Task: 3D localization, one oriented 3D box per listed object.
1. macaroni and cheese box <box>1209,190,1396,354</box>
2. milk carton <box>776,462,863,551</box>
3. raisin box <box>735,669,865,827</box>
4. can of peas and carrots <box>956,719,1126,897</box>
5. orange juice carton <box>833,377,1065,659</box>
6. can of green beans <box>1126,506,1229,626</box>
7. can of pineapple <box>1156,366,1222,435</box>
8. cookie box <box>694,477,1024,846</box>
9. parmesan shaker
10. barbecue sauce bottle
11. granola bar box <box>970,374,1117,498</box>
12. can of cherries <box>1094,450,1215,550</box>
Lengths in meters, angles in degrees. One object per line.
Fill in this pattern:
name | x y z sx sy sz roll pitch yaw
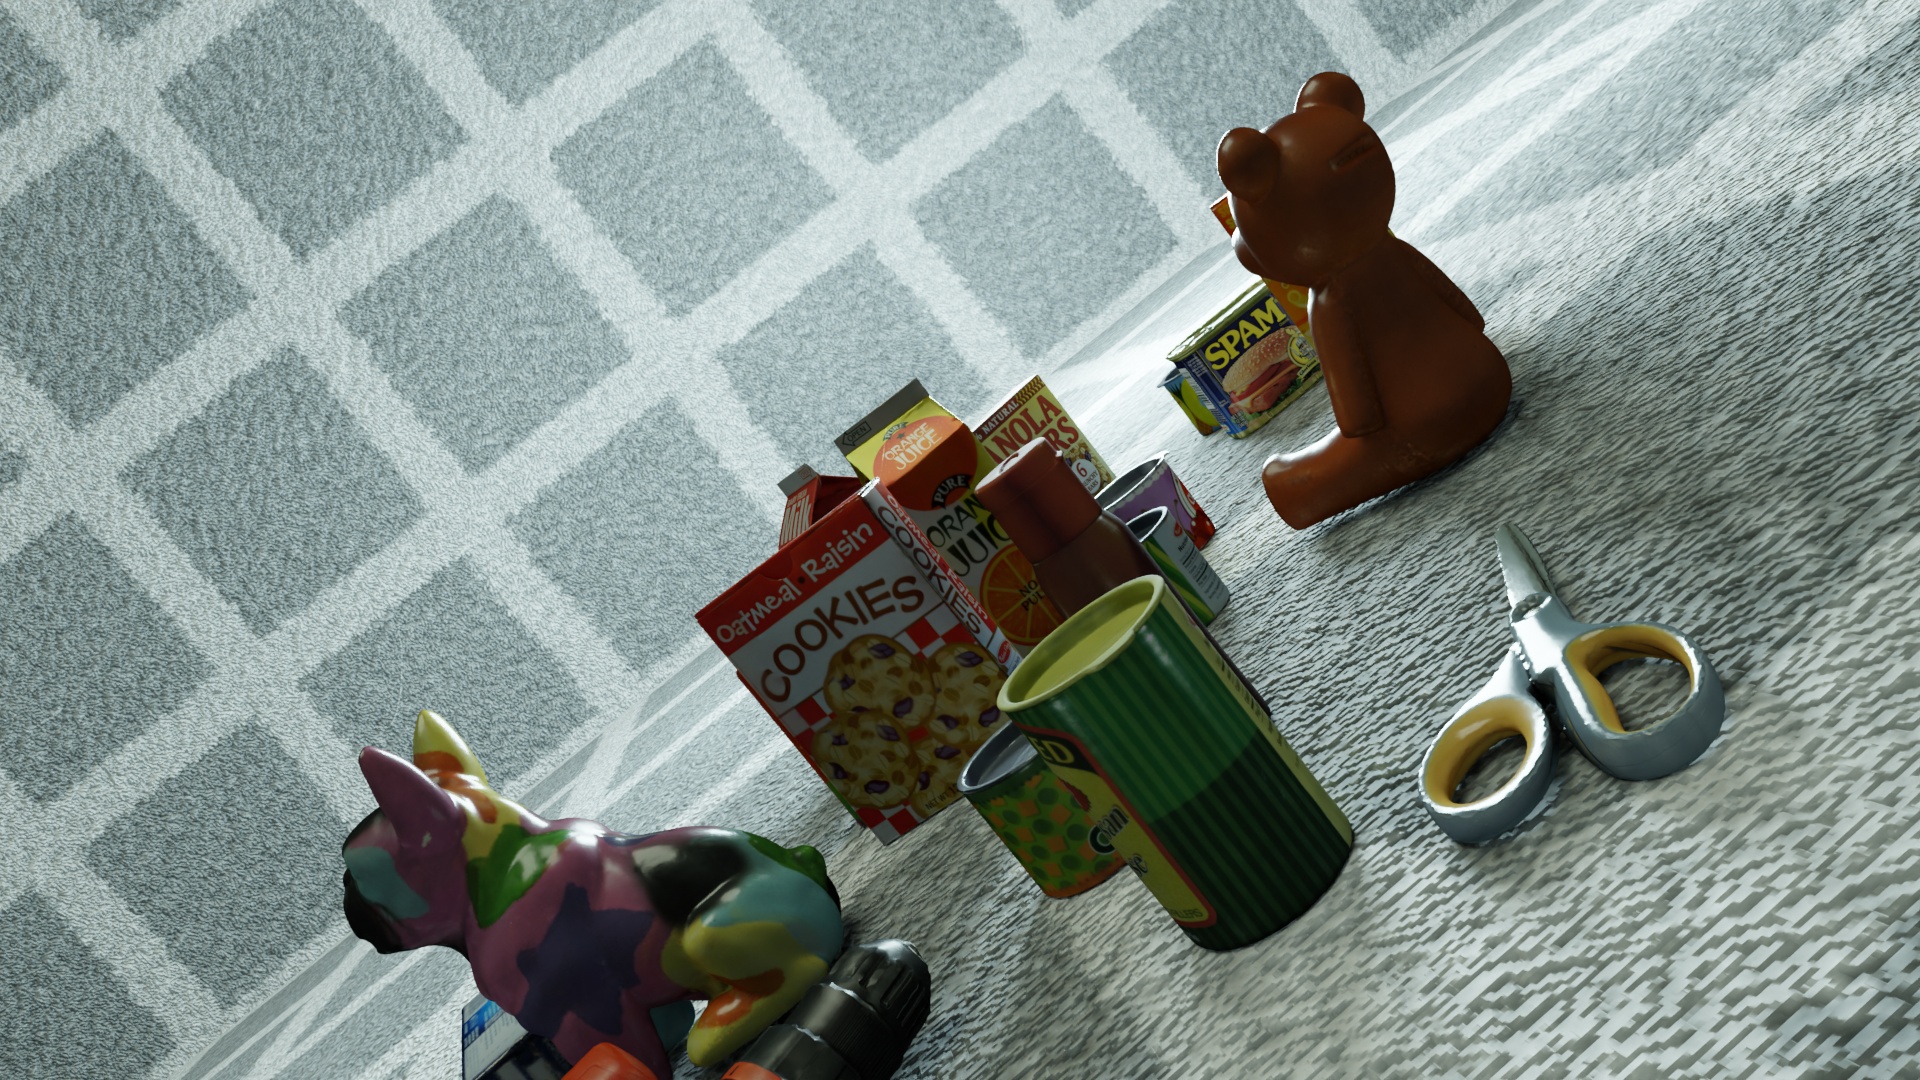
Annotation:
macaroni and cheese box | 0.230 -0.159 0.827 0.040 0.166 0.124 -33 9 39
milk carton | -0.070 0.023 1.069 0.074 0.190 0.072 -42 8 -29
raisin box | -0.062 0.097 0.838 0.086 0.123 0.040 -37 7 13
can of peas and carrots | 0.043 0.100 0.563 0.071 0.058 0.071 -38 7 6
orange juice carton | 0.003 -0.011 0.914 0.072 0.192 0.073 -40 7 -8
can of green beans | 0.102 0.024 0.749 0.071 0.058 0.071 -38 7 6
can of pineapple | 0.209 -0.128 1.161 0.071 0.058 0.071 -38 7 6
cookie box | -0.044 0.068 0.758 0.122 0.167 0.040 -36 7 19
parmesan shaker | 0.069 0.072 0.443 0.071 0.103 0.071 -38 7 6
barbecue sauce bottle | 0.065 0.026 0.559 0.043 0.148 0.065 -37 7 15
granola bar box | 0.048 -0.049 1.194 0.166 0.124 0.039 -44 9 -38
can of cherries | 0.121 -0.014 0.884 0.071 0.058 0.071 -38 7 6
